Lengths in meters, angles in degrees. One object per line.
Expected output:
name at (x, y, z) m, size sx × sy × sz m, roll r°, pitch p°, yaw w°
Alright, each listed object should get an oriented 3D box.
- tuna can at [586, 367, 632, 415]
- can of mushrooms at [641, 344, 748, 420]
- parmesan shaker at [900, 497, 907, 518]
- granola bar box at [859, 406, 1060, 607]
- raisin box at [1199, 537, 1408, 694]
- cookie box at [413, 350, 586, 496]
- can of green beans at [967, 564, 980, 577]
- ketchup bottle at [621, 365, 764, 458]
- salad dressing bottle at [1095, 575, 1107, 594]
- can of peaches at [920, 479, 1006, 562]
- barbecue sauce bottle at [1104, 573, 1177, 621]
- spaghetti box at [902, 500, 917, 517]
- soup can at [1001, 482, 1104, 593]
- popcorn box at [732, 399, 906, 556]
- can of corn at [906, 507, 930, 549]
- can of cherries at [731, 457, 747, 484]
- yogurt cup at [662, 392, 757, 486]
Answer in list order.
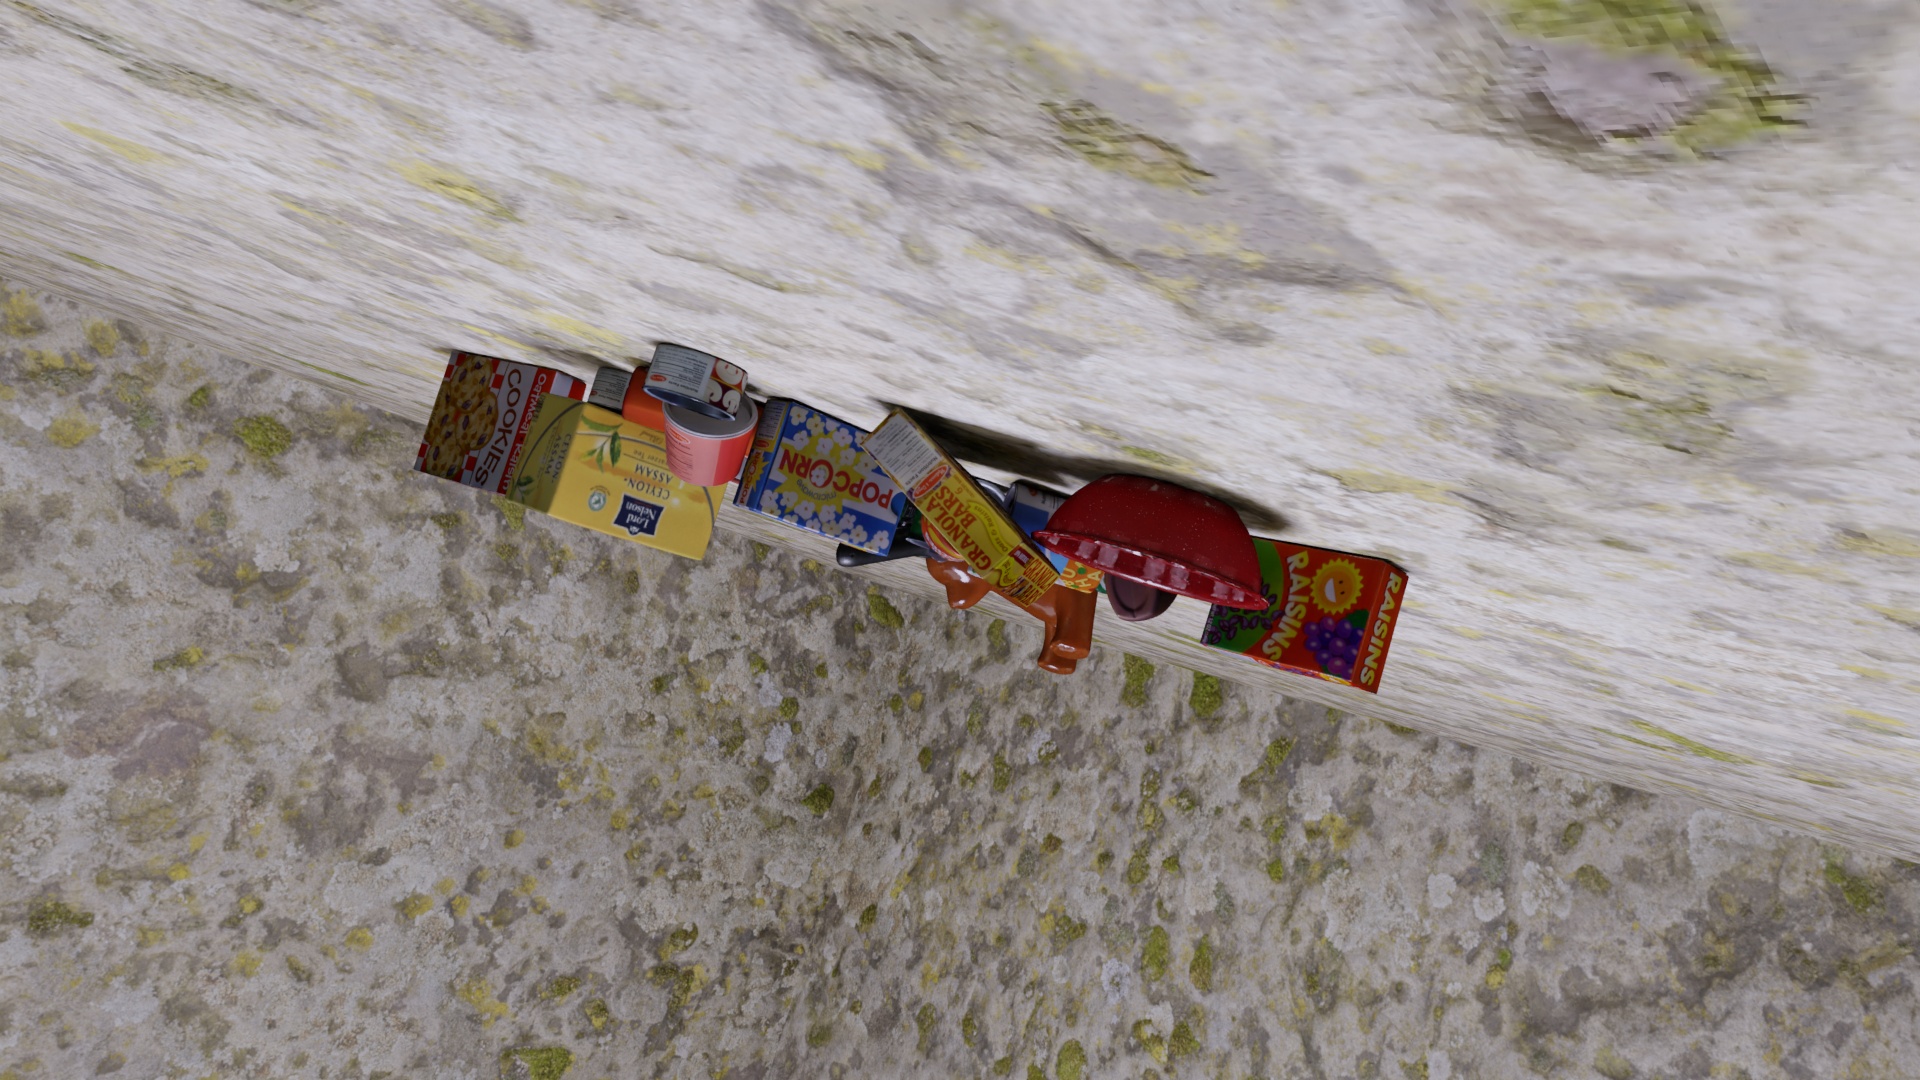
tuna can at (-0.273, -0.118, 1.159) m, size 0.071 × 0.033 × 0.071 m, roll 17°, pitch 175°, yaw 2°
can of mushrooms at (-0.181, -0.108, 0.954) m, size 0.071 × 0.033 × 0.071 m, roll 16°, pitch 175°, yaw 2°
parmesan shaker at (-0.092, -0.047, 1.156) m, size 0.071 × 0.071 × 0.103 m, roll 15°, pitch 175°, yaw 21°
granola bar box at (0.005, -0.019, 0.957) m, size 0.124 × 0.039 × 0.165 m, roll 48°, pitch -177°, yaw 15°
raisin box at (0.236, 0.049, 0.957) m, size 0.123 × 0.086 × 0.040 m, roll 12°, pitch 171°, yaw 46°
cookie box at (-0.436, -0.107, 1.312) m, size 0.167 × 0.123 × 0.040 m, roll 13°, pitch 174°, yaw 36°
can of green beans at (0.046, 0.013, 1.374) m, size 0.071 × 0.058 × 0.071 m, roll 17°, pitch 175°, yaw 2°
ketchup bottle at (-0.185, -0.092, 1.079) m, size 0.149 × 0.043 × 0.064 m, roll 18°, pitch 176°, yaw -9°
salad dressing bottle at (0.154, 0.031, 1.285) m, size 0.064 × 0.044 × 0.147 m, roll 19°, pitch 175°, yaw -7°
can of peaches at (0.004, -0.014, 1.138) m, size 0.071 × 0.071 × 0.058 m, roll 18°, pitch 173°, yaw -12°
barbecue sauce bottle at (0.155, 0.029, 1.135) m, size 0.043 × 0.065 × 0.149 m, roll -7°, pitch 179°, yaw 19°
spaghetti box at (-0.079, -0.035, 1.430) m, size 0.050 × 0.028 × 0.250 m, roll 15°, pitch 175°, yaw 15°
soup can at (0.070, 0.001, 1.078) m, size 0.084 × 0.071 × 0.071 m, roll 18°, pitch 175°, yaw -7°
popcorn box at (-0.101, -0.047, 1.052) m, size 0.126 × 0.085 × 0.038 m, roll 21°, pitch 175°, yaw -38°
can of corn at (-0.005, -0.018, 1.199) m, size 0.071 × 0.058 × 0.071 m, roll 17°, pitch 175°, yaw 2°
can of cherries at (-0.168, -0.073, 1.143) m, size 0.071 × 0.058 × 0.071 m, roll 17°, pitch 174°, yaw 2°
yogurt cup at (-0.185, -0.076, 1.015) m, size 0.072 × 0.053 × 0.073 m, roll 10°, pitch -141°, yaw -8°
